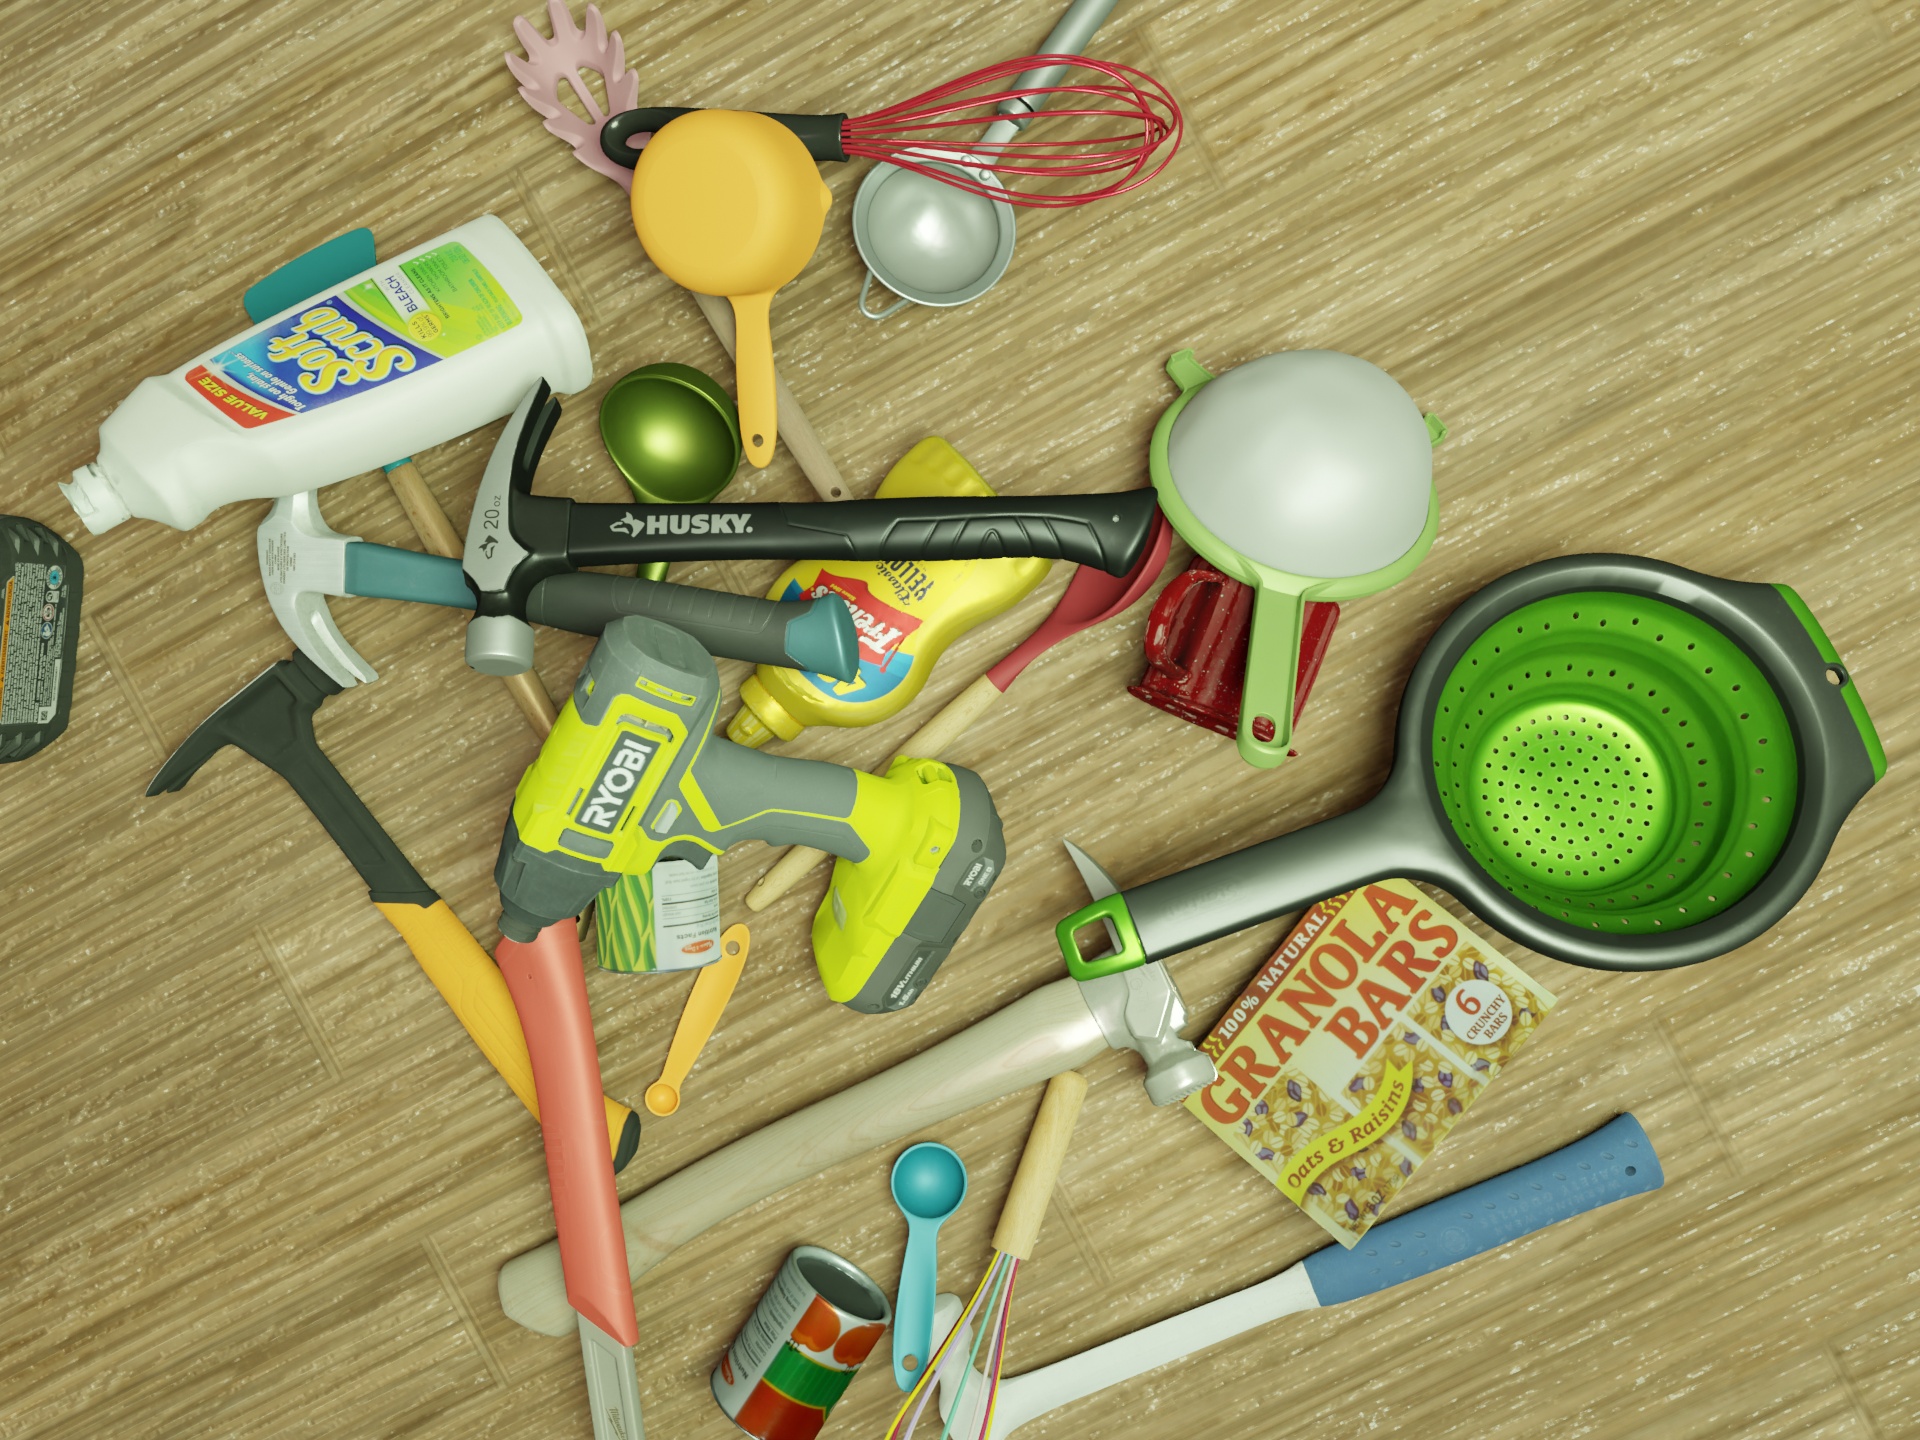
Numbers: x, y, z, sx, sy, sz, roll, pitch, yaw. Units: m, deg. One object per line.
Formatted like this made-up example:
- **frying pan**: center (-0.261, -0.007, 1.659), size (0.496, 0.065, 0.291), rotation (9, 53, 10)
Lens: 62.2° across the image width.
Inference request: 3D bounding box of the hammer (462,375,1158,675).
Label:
- **hammer**: center (-0.071, -0.098, 0.775), size (0.335, 0.035, 0.146), rotation (-1, 74, 2)

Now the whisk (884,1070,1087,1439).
- **whisk**: center (0.015, 0.300, 0.836), size (0.047, 0.051, 0.245), rotation (16, 74, 19)

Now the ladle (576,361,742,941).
- **ladle**: center (-0.180, -0.032, 0.855), size (0.078, 0.062, 0.320), rotation (14, 96, 6)

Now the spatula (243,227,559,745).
- **spatula**: center (-0.290, -0.116, 0.874), size (0.082, 0.044, 0.317), rotation (-28, 96, 3)

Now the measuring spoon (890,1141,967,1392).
- **measuring spoon**: center (-0.021, 0.295, 0.864), size (0.042, 0.021, 0.129), rotation (5, 76, 5)

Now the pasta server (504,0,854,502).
- **pasta server**: center (-0.140, -0.239, 0.832), size (0.060, 0.040, 0.316), rotation (-31, 83, -3)

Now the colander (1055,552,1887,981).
- **colander**: center (0.239, 0.054, 0.794), size (0.397, 0.094, 0.205), rotation (-19, 74, -1)

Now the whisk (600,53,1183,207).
- **whisk**: center (-0.038, -0.291, 0.791), size (0.296, 0.073, 0.073), rotation (2, 93, 10)

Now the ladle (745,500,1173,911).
- **ladle**: center (-0.001, -0.003, 0.852), size (0.315, 0.069, 0.031), rotation (-43, 117, 10)

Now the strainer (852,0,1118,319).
- **strainer**: center (0.025, -0.311, 0.836), size (0.087, 0.050, 0.258), rotation (36, 89, -7)

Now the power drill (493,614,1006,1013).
- **power drill**: center (-0.106, 0.061, 0.786), size (0.223, 0.080, 0.171), rotation (22, 111, -28)

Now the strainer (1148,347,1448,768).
- **strainer**: center (0.162, -0.095, 0.752), size (0.151, 0.069, 0.257), rotation (15, 54, 0)

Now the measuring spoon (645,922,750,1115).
- **measuring spoon**: center (-0.145, 0.166, 0.887), size (0.021, 0.011, 0.117), rotation (25, 91, 1)

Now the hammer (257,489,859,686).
- **hammer**: center (-0.212, -0.065, 0.824), size (0.331, 0.033, 0.128), rotation (9, 101, 11)

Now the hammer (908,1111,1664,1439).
- **hammer**: center (0.182, 0.313, 0.859), size (0.405, 0.035, 0.144), rotation (-23, 91, 4)

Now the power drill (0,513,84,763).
- **power drill**: center (-0.616, -0.041, 0.871), size (0.228, 0.080, 0.190), rotation (8, 93, 6)

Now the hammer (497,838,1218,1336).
- **hammer**: center (-0.076, 0.215, 0.861), size (0.410, 0.038, 0.146), rotation (-28, 72, 8)

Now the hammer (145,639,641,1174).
- **hammer**: center (-0.299, 0.122, 0.880), size (0.127, 0.034, 0.337), rotation (-39, 90, 4)

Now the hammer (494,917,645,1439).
- **hammer**: center (-0.184, 0.277, 0.833), size (0.149, 0.036, 0.359), rotation (-9, 88, 17)

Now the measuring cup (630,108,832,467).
- **measuring cup**: center (-0.113, -0.209, 0.779), size (0.095, 0.052, 0.173), rotation (1, 104, 16)
